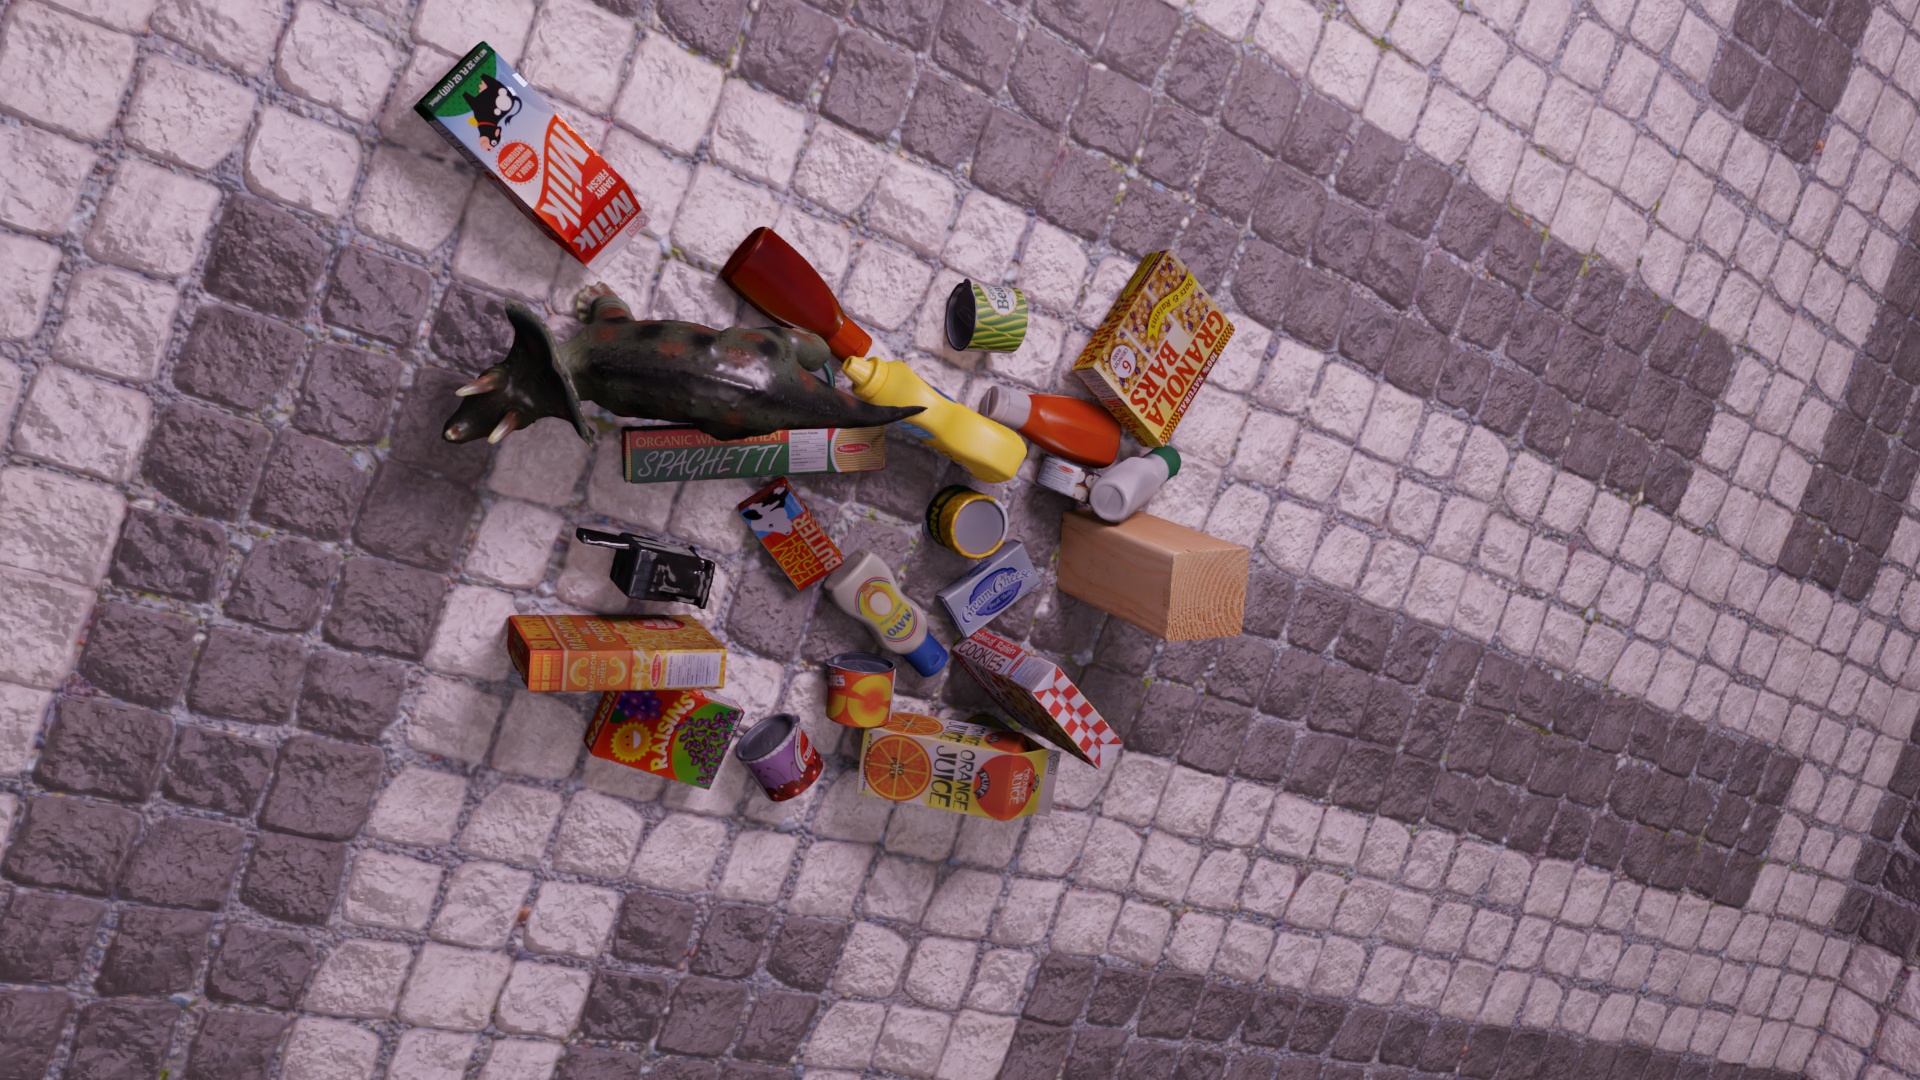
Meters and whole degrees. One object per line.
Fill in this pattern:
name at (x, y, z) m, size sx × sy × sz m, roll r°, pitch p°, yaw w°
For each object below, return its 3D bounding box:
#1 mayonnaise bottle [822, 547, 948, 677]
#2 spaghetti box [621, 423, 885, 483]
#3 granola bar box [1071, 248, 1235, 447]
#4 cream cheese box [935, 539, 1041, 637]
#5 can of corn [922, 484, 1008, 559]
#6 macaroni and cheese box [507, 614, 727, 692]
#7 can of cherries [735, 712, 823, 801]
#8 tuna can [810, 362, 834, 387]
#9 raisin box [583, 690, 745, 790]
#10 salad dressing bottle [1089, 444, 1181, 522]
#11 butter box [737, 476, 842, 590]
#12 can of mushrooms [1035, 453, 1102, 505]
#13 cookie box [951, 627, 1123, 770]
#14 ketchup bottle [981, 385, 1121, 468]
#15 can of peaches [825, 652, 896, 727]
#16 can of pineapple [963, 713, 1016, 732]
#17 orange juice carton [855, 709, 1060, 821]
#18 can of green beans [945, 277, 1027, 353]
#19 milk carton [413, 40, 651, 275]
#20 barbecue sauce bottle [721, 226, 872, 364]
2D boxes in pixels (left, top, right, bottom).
mayonnaise bottle at (-0.069, 0.077, 1.384) m, size 0.065 × 0.041 × 0.147 m, roll -47°, pitch 117°, yaw -11°
spaghetti box at (-0.190, -0.085, 1.293) m, size 0.251 × 0.029 × 0.050 m, roll -5°, pitch 104°, yaw -26°
granola bar box at (0.201, -0.198, 1.435) m, size 0.124 × 0.039 × 0.166 m, roll 44°, pitch 67°, yaw -26°
cream cheese box at (0.030, 0.050, 1.437) m, size 0.104 × 0.024 × 0.053 m, roll -35°, pitch 115°, yaw -15°
can of corn at (0.005, -0.017, 1.390) m, size 0.071 × 0.058 × 0.071 m, roll -6°, pitch 105°, yaw -25°
macaroni and cheese box at (-0.305, 0.099, 1.225) m, size 0.167 × 0.124 × 0.040 m, roll 1°, pitch 101°, yaw -26°
can of cherries at (-0.173, 0.210, 1.348) m, size 0.071 × 0.071 × 0.058 m, roll -37°, pitch 116°, yaw -14°
tuna can at (-0.151, -0.144, 1.297) m, size 0.071 × 0.033 × 0.071 m, roll -6°, pitch 104°, yaw -25°
raisin box at (-0.278, 0.174, 1.305) m, size 0.123 × 0.040 × 0.086 m, roll 24°, pitch 92°, yaw -30°
salad dressing bottle at (0.185, -0.063, 1.439) m, size 0.148 × 0.044 × 0.064 m, roll -31°, pitch 147°, yaw -53°
butter box at (-0.161, -0.006, 1.321) m, size 0.053 × 0.024 × 0.103 m, roll -33°, pitch 115°, yaw 5°
can of mushrooms at (0.113, -0.062, 1.430) m, size 0.071 × 0.071 × 0.033 m, roll 20°, pitch 93°, yaw -29°
cookie box at (0.074, 0.157, 1.403) m, size 0.040 × 0.167 × 0.122 m, roll -47°, pitch 117°, yaw -12°
ketchup bottle at (0.093, -0.121, 1.415) m, size 0.149 × 0.043 × 0.065 m, roll 15°, pitch 71°, yaw -28°
can of peaches at (-0.101, 0.147, 1.372) m, size 0.071 × 0.071 × 0.058 m, roll 0°, pitch 103°, yaw -26°
can of pineapple at (0.030, 0.223, 1.459) m, size 0.071 × 0.058 × 0.070 m, roll -6°, pitch 105°, yaw -25°
orange juice carton at (0.000, 0.226, 1.383) m, size 0.193 × 0.073 × 0.071 m, roll 9°, pitch 100°, yaw 8°
can of green beans at (0.025, -0.215, 1.348) m, size 0.058 × 0.071 × 0.071 m, roll -1°, pitch 102°, yaw -27°
milk carton at (-0.345, -0.309, 1.138) m, size 0.072 × 0.073 × 0.190 m, roll -49°, pitch 118°, yaw -9°
barbecue sauce bottle at (-0.145, -0.218, 1.276) m, size 0.148 × 0.044 × 0.065 m, roll 39°, pitch 84°, yaw -29°
